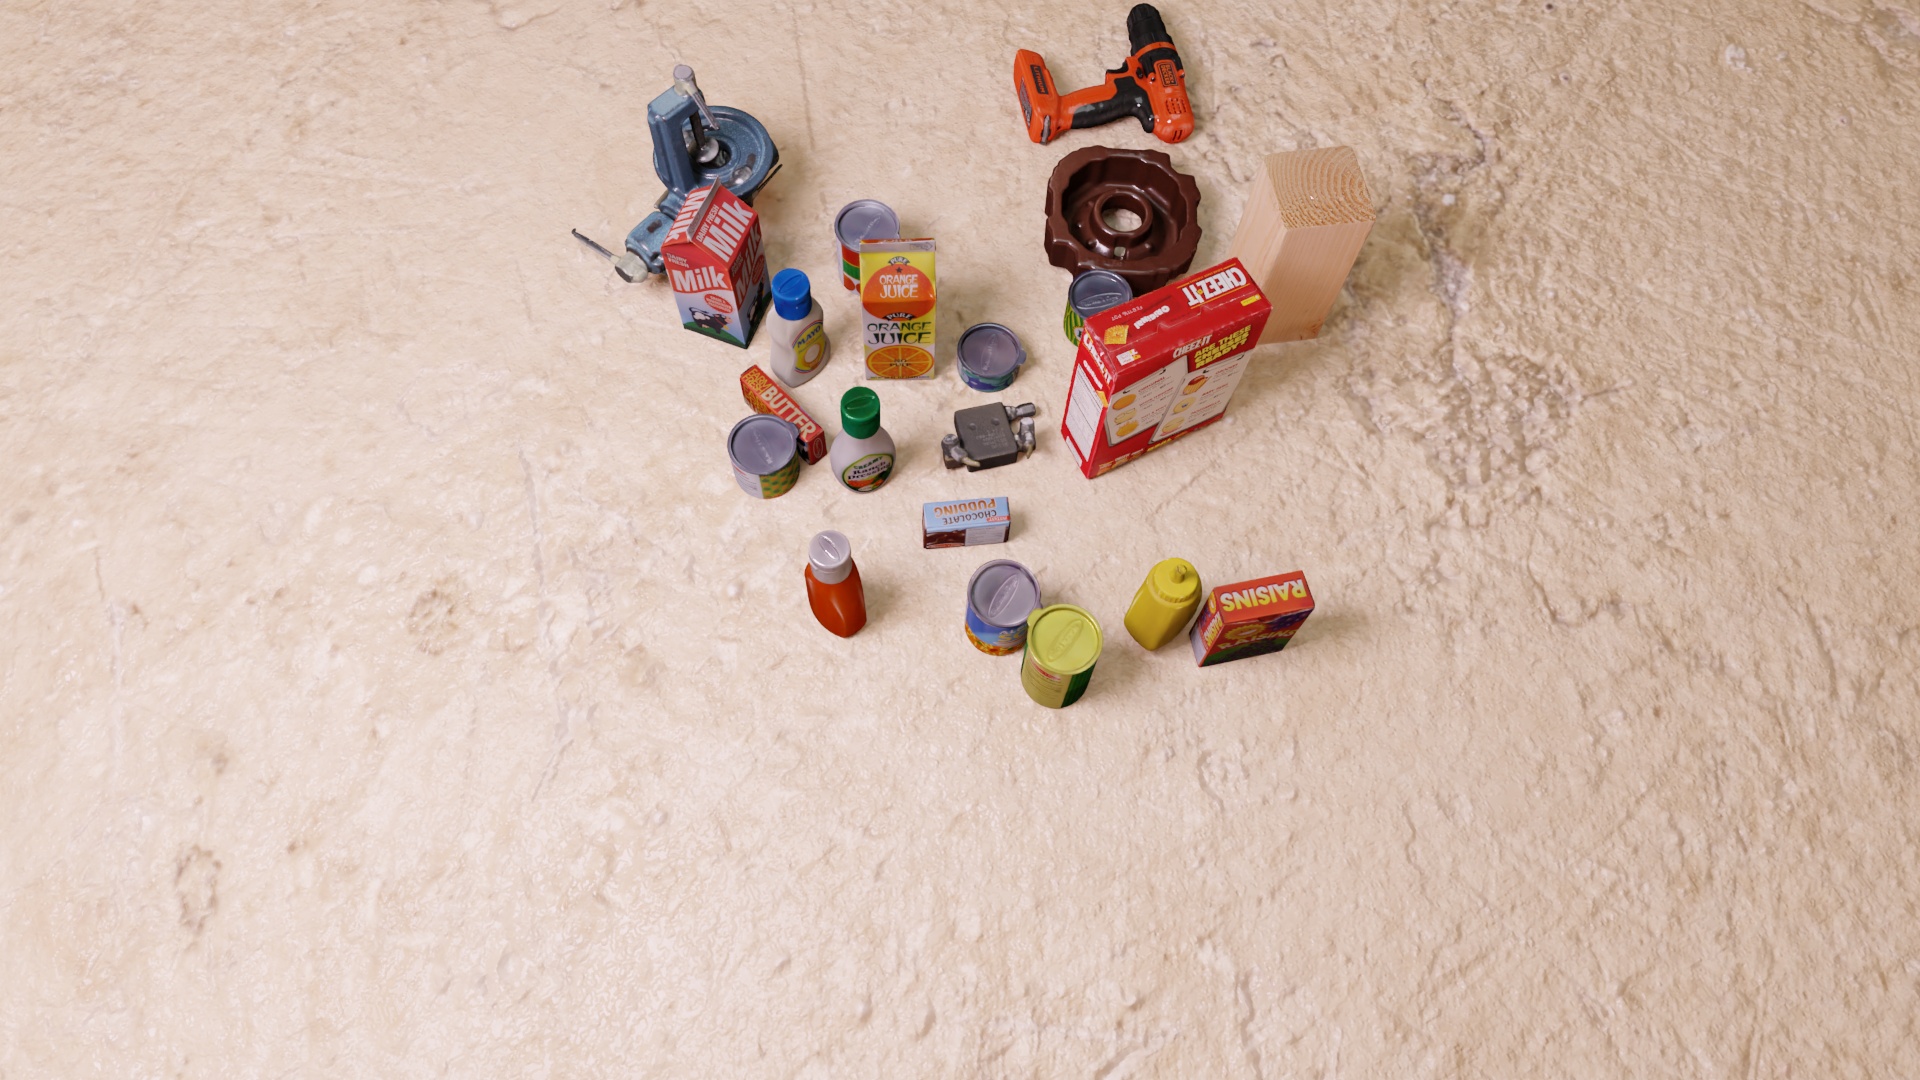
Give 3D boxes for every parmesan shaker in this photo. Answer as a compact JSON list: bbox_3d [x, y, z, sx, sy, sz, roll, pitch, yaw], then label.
[{"bbox_3d":[0.088,0.104,1.256,0.071,0.102,0.071,1,66,-2],"label":"parmesan shaker"}]

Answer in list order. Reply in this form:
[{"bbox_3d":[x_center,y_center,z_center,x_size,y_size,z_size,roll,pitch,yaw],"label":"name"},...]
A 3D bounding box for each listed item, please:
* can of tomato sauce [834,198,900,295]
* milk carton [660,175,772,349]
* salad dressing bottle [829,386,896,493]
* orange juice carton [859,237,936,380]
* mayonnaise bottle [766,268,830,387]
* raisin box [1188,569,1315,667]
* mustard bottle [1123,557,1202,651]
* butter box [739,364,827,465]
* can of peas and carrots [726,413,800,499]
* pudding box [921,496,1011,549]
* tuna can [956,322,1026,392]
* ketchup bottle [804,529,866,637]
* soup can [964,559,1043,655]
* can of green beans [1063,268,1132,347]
[{"bbox_3d":[-0.094,-0.301,1.440,0.071,0.082,0.071,1,66,-2],"label":"can of tomato sauce"},{"bbox_3d":[-0.240,-0.273,1.363,0.073,0.189,0.072,19,67,6],"label":"milk carton"},{"bbox_3d":[-0.093,-0.095,1.313,0.064,0.147,0.044,-18,68,-10],"label":"salad dressing bottle"},{"bbox_3d":[-0.060,-0.234,1.351,0.072,0.192,0.073,-1,67,-3],"label":"orange juice carton"},{"bbox_3d":[-0.161,-0.210,1.361,0.041,0.147,0.065,42,72,15],"label":"mayonnaise bottle"},{"bbox_3d":[0.263,0.073,1.265,0.086,0.123,0.040,-10,67,-6],"label":"raisin box"},{"bbox_3d":[0.187,0.050,1.252,0.065,0.159,0.049,-39,73,-17],"label":"mustard bottle"},{"bbox_3d":[-0.176,-0.124,1.374,0.024,0.053,0.103,-41,74,-17],"label":"butter box"},{"bbox_3d":[-0.189,-0.083,1.352,0.071,0.058,0.071,1,66,-2],"label":"can of peas and carrots"},{"bbox_3d":[0.005,-0.017,1.335,0.084,0.049,0.030,-5,67,-4],"label":"pudding box"},{"bbox_3d":[0.032,-0.186,1.421,0.071,0.032,0.071,1,66,-2],"label":"tuna can"},{"bbox_3d":[-0.115,0.037,1.253,0.044,0.148,0.065,-37,73,-16],"label":"ketchup bottle"},{"bbox_3d":[0.040,0.065,1.282,0.071,0.083,0.071,1,66,-2],"label":"soup can"},{"bbox_3d":[0.141,-0.236,1.434,0.071,0.057,0.071,1,66,-2],"label":"can of green beans"}]
